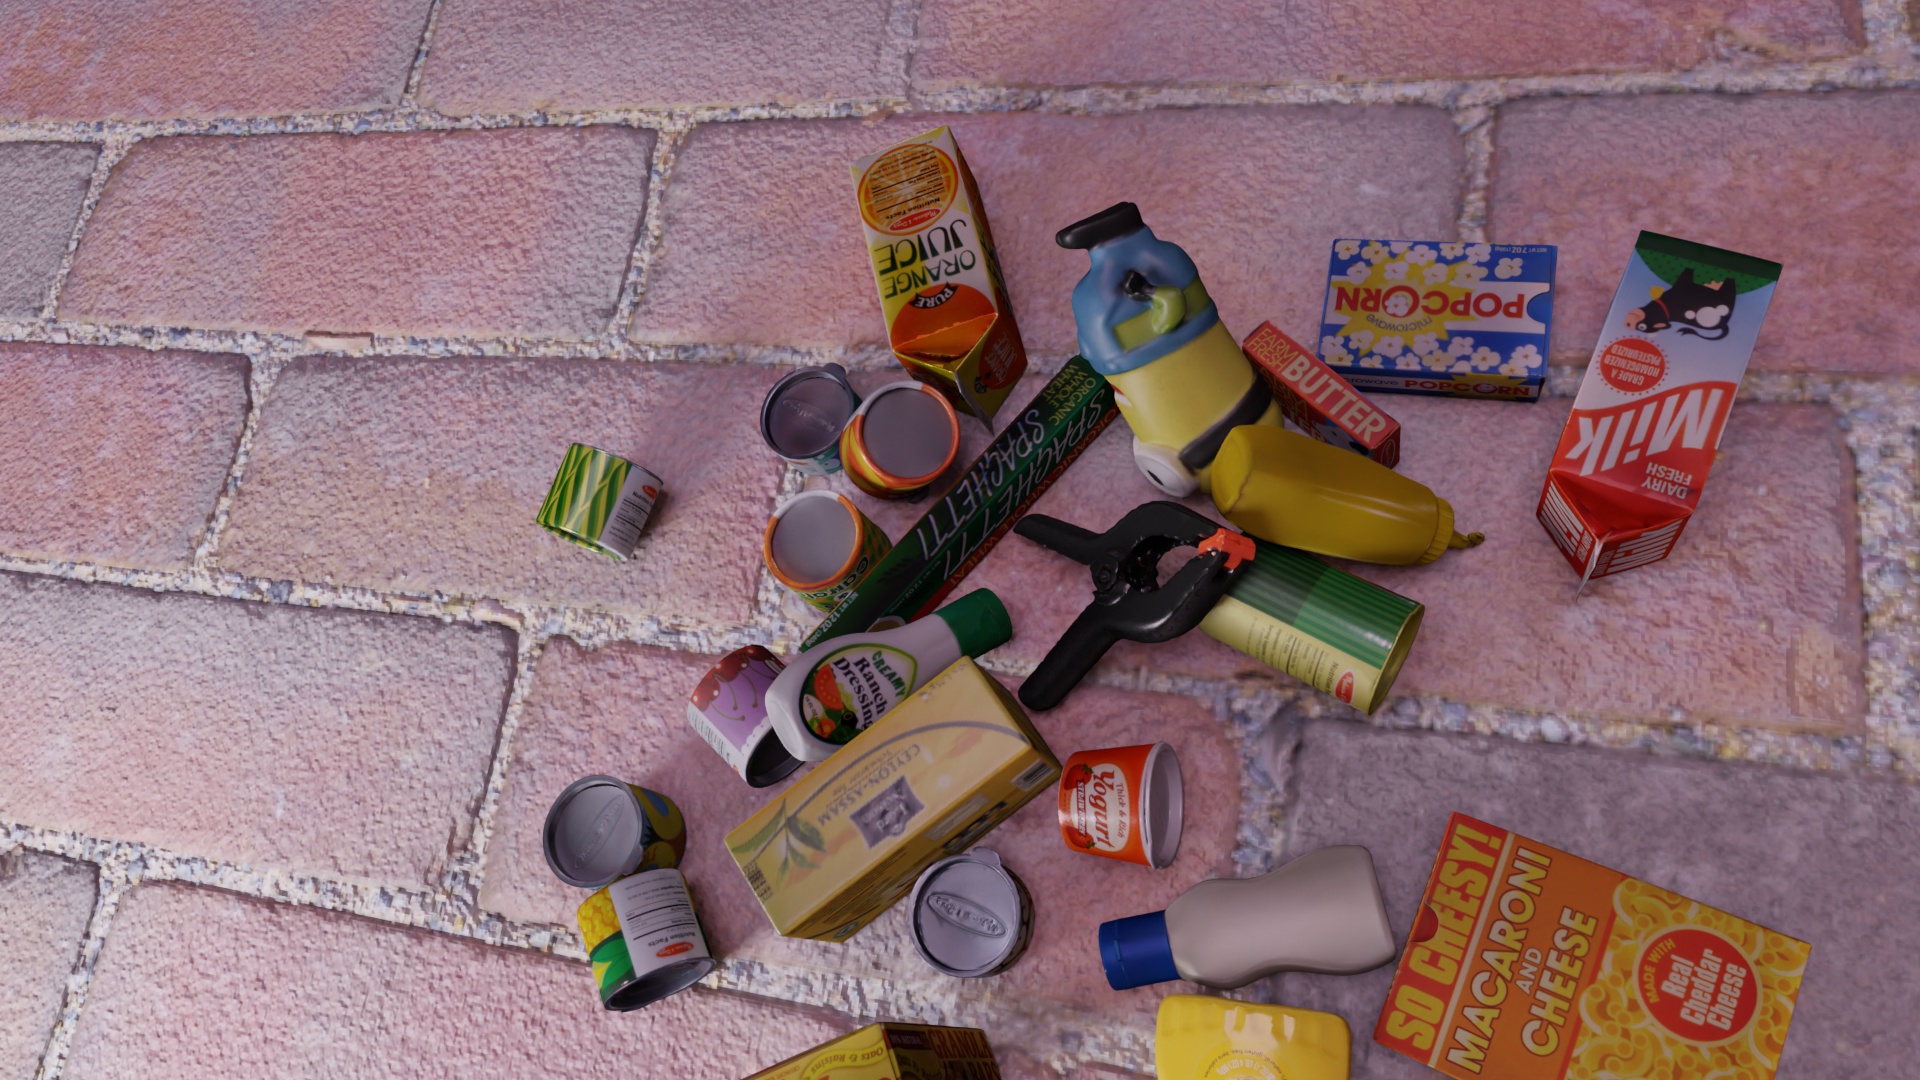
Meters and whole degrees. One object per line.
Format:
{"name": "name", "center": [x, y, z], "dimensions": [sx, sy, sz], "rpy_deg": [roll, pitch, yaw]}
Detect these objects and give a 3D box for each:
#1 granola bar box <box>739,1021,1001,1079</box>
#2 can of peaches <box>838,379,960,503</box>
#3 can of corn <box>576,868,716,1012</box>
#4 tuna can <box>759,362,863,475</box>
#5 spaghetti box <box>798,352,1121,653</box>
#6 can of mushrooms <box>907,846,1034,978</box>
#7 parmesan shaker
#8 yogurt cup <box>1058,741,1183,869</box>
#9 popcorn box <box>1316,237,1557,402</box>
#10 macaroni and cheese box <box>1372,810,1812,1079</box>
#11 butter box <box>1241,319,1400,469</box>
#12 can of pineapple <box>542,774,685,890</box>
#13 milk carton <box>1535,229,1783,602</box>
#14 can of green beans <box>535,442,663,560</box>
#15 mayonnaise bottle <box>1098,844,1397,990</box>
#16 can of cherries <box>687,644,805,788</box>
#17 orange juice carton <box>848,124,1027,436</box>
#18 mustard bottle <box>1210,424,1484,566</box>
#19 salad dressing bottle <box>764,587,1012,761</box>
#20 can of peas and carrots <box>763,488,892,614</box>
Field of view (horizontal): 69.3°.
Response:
{"name": "granola bar box", "center": [-0.060, 0.283, 0.697], "dimensions": [0.124, 0.165, 0.039], "rpy_deg": [-26, 65, 7]}
{"name": "can of peaches", "center": [-0.037, -0.060, 0.861], "dimensions": [0.071, 0.058, 0.071], "rpy_deg": [2, 81, -14]}
{"name": "can of corn", "center": [-0.185, 0.233, 0.810], "dimensions": [0.071, 0.071, 0.058], "rpy_deg": [-29, 64, 6]}
{"name": "tuna can", "center": [-0.094, -0.080, 0.913], "dimensions": [0.071, 0.032, 0.071], "rpy_deg": [-6, 69, 15]}
{"name": "spaghetti box", "center": [0.003, -0.011, 0.848], "dimensions": [0.250, 0.050, 0.029], "rpy_deg": [-47, 64, -3]}
{"name": "can of mushrooms", "center": [0.008, 0.208, 0.776], "dimensions": [0.071, 0.033, 0.071], "rpy_deg": [-6, 69, 16]}
{"name": "parmesan shaker", "center": [0.191, 0.041, 0.760], "dimensions": [0.103, 0.071, 0.071], "rpy_deg": [27, 81, 24]}
{"name": "yogurt cup", "center": [0.087, 0.144, 0.760], "dimensions": [0.054, 0.072, 0.072], "rpy_deg": [-3, 70, 25]}
{"name": "popcorn box", "center": [0.277, -0.130, 0.814], "dimensions": [0.127, 0.038, 0.085], "rpy_deg": [6, 72, 19]}
{"name": "macaroni and cheese box", "center": [0.303, 0.221, 0.676], "dimensions": [0.166, 0.040, 0.124], "rpy_deg": [19, 77, 22]}
{"name": "butter box", "center": [0.209, -0.080, 0.808], "dimensions": [0.024, 0.053, 0.104], "rpy_deg": [-43, 65, -3]}
{"name": "can of pineapple", "center": [-0.207, 0.181, 0.839], "dimensions": [0.071, 0.057, 0.071], "rpy_deg": [-6, 70, 16]}
{"name": "milk carton", "center": [0.365, -0.061, 0.742], "dimensions": [0.073, 0.072, 0.191], "rpy_deg": [21, 78, 22]}
{"name": "can of green beans", "center": [-0.239, -0.025, 0.920], "dimensions": [0.071, 0.071, 0.058], "rpy_deg": [17, 77, 22]}
{"name": "mayonnaise bottle", "center": [0.148, 0.205, 0.731], "dimensions": [0.148, 0.041, 0.065], "rpy_deg": [-15, 64, 13]}
{"name": "can of cherries", "center": [-0.120, 0.104, 0.837], "dimensions": [0.058, 0.071, 0.071], "rpy_deg": [38, 85, 26]}
{"name": "orange juice carton", "center": [-0.011, -0.163, 0.896], "dimensions": [0.073, 0.071, 0.193], "rpy_deg": [-18, 66, 11]}
{"name": "mustard bottle", "center": [0.217, -0.016, 0.762], "dimensions": [0.160, 0.048, 0.065], "rpy_deg": [16, 36, -13]}
{"name": "salad dressing bottle", "center": [-0.039, 0.074, 0.803], "dimensions": [0.148, 0.044, 0.064], "rpy_deg": [-27, 94, -25]}
{"name": "can of peas and carrots", "center": [-0.081, 0.010, 0.862], "dimensions": [0.071, 0.058, 0.071], "rpy_deg": [-6, 69, 16]}
